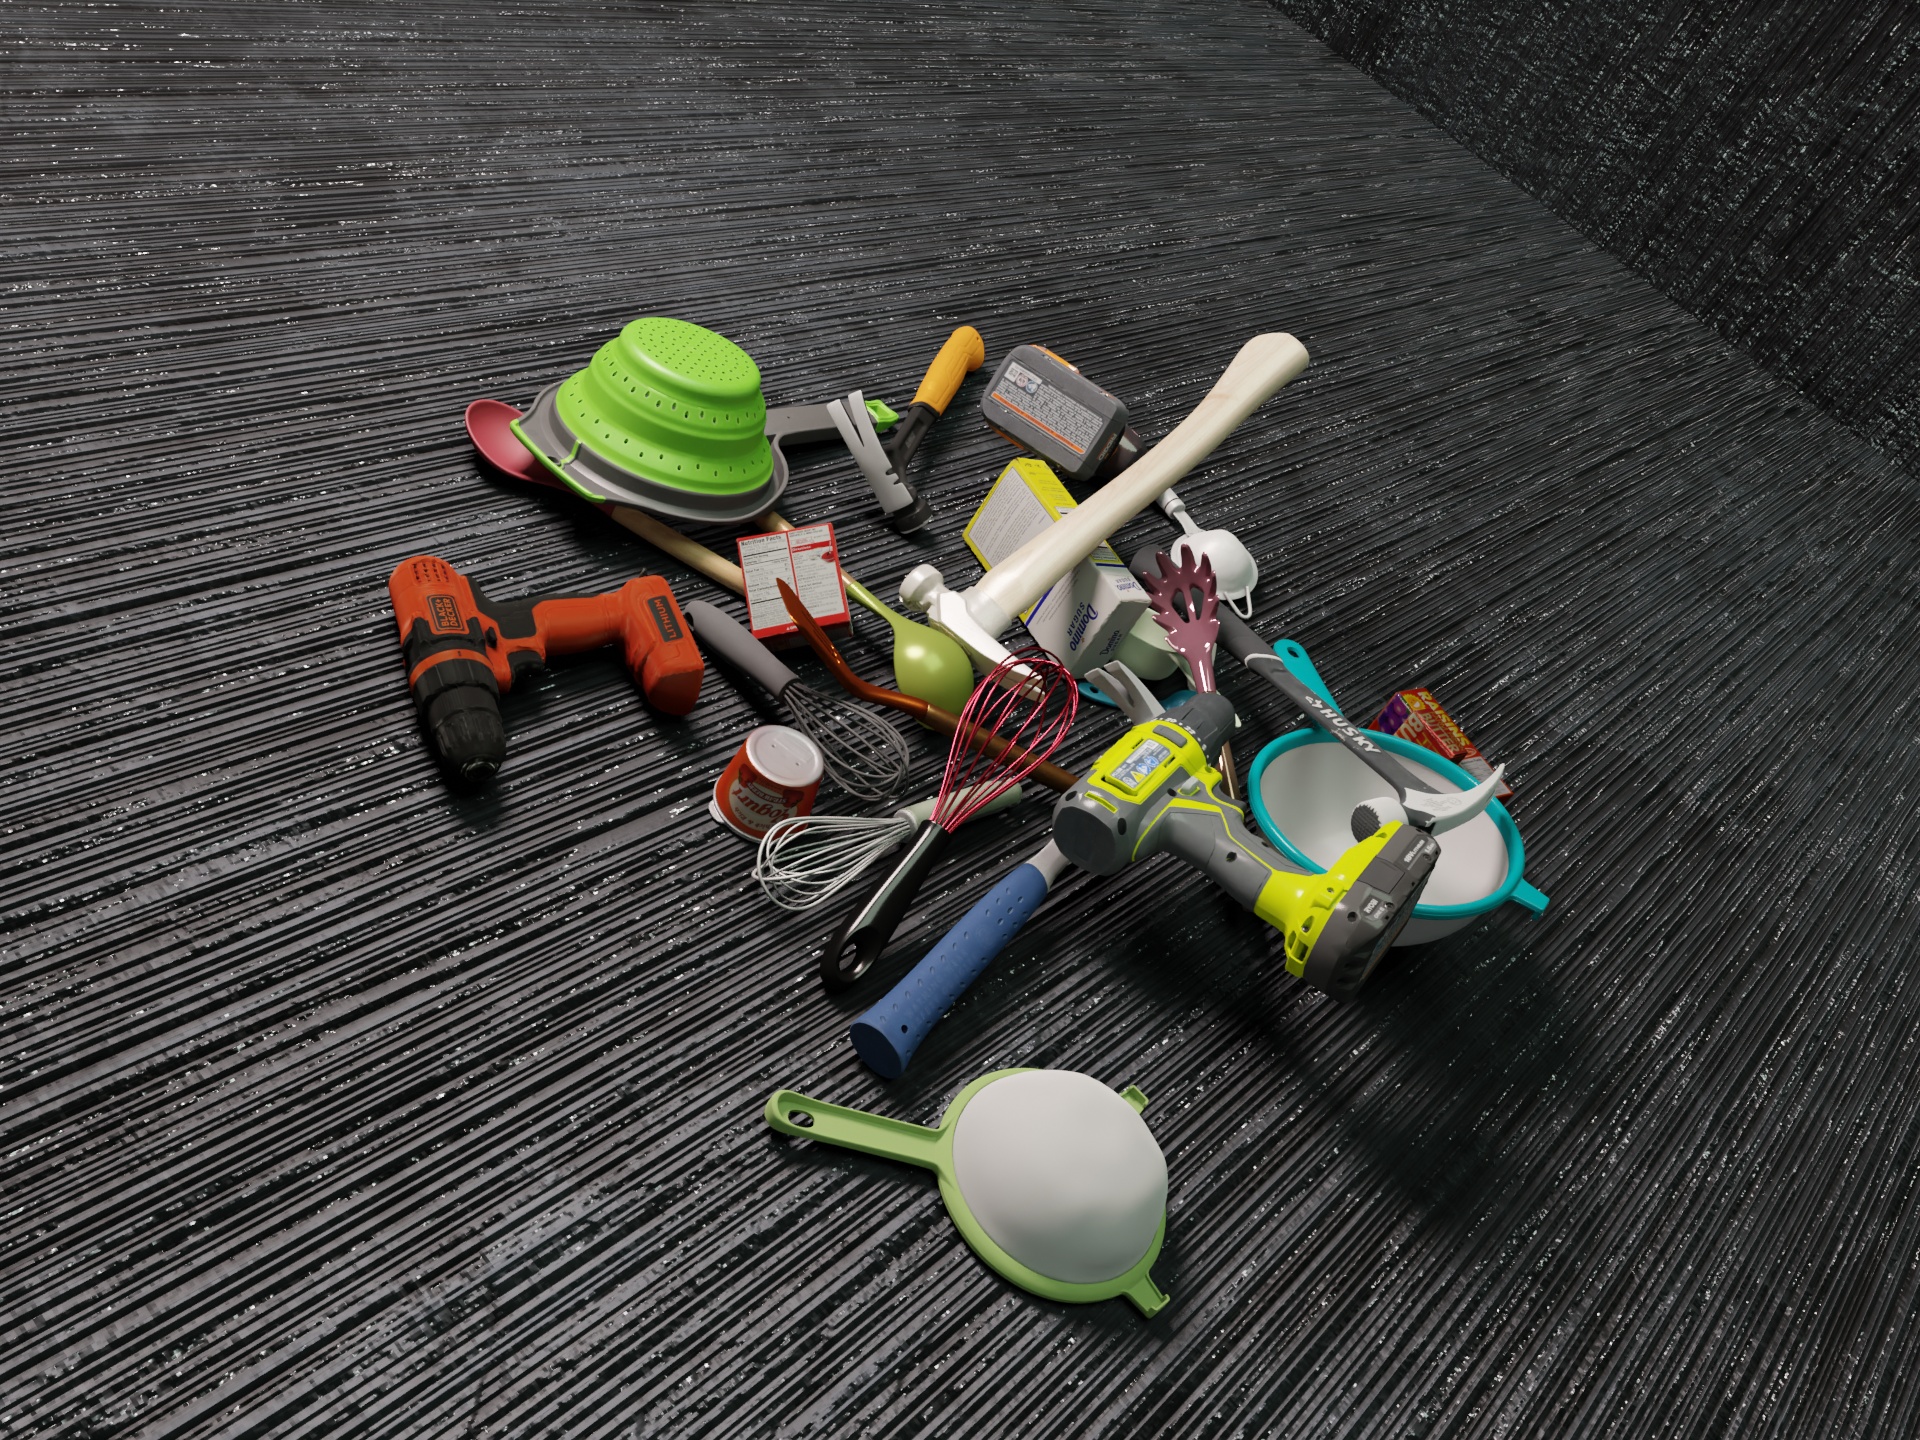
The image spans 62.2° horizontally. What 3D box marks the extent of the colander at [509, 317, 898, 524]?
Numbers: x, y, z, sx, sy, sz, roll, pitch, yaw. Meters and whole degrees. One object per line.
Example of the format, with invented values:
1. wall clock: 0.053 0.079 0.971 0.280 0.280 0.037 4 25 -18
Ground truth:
1. colander: -0.171 -0.265 1.295 0.205 0.094 0.397 41 34 21

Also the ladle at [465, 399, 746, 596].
1. ladle: -0.239 -0.149 1.211 0.315 0.031 0.069 30 38 -2

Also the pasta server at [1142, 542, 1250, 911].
1. pasta server: 0.194 0.000 1.232 0.040 0.060 0.317 50 28 -53

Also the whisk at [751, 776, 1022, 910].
1. whisk: -0.043 0.075 1.083 0.246 0.058 0.059 -15 91 -45

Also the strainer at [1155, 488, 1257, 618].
1. strainer: 0.211 -0.200 1.533 0.087 0.050 0.259 -15 52 -26

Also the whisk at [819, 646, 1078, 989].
1. whisk: -0.005 0.060 1.053 0.073 0.073 0.296 34 60 5

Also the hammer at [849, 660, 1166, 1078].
1. hammer: 0.053 0.098 1.091 0.144 0.035 0.405 58 44 -8

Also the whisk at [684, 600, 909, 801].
1. whisk: -0.119 -0.019 1.112 0.055 0.055 0.239 -19 46 -43

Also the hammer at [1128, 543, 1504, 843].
1. hammer: 0.262 -0.037 1.284 0.149 0.036 0.409 -9 38 -28

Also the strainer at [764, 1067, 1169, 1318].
1. strainer: 0.018 0.240 0.917 0.256 0.069 0.152 18 41 -16

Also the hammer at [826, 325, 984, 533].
1. hammer: -0.033 -0.298 1.457 0.127 0.034 0.337 59 28 -23

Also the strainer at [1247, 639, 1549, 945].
1. strainer: 0.301 0.065 1.264 0.211 0.095 0.341 2 36 -13

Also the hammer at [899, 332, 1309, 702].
1. hammer: 0.146 -0.180 1.278 0.410 0.038 0.146 -41 66 -20

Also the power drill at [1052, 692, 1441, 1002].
1. power drill: 0.201 0.073 1.087 0.229 0.080 0.190 31 44 22

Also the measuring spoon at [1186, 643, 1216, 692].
1. measuring spoon: 0.214 -0.061 1.408 0.034 0.018 0.124 26 46 -4

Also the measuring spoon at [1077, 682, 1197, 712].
1. measuring spoon: 0.156 -0.020 1.316 0.128 0.021 0.042 12 42 -23

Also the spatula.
1. spatula: -0.002 -0.004 1.140 0.322 0.041 0.081 27 16 -24

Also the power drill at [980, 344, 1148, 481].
1. power drill: 0.109 -0.267 1.457 0.164 0.084 0.226 34 11 5

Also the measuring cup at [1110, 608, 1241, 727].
1. measuring cup: 0.173 -0.037 1.316 0.083 0.038 0.168 3 38 -40

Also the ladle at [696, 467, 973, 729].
1. ladle: -0.109 -0.107 1.241 0.320 0.062 0.078 40 18 24
